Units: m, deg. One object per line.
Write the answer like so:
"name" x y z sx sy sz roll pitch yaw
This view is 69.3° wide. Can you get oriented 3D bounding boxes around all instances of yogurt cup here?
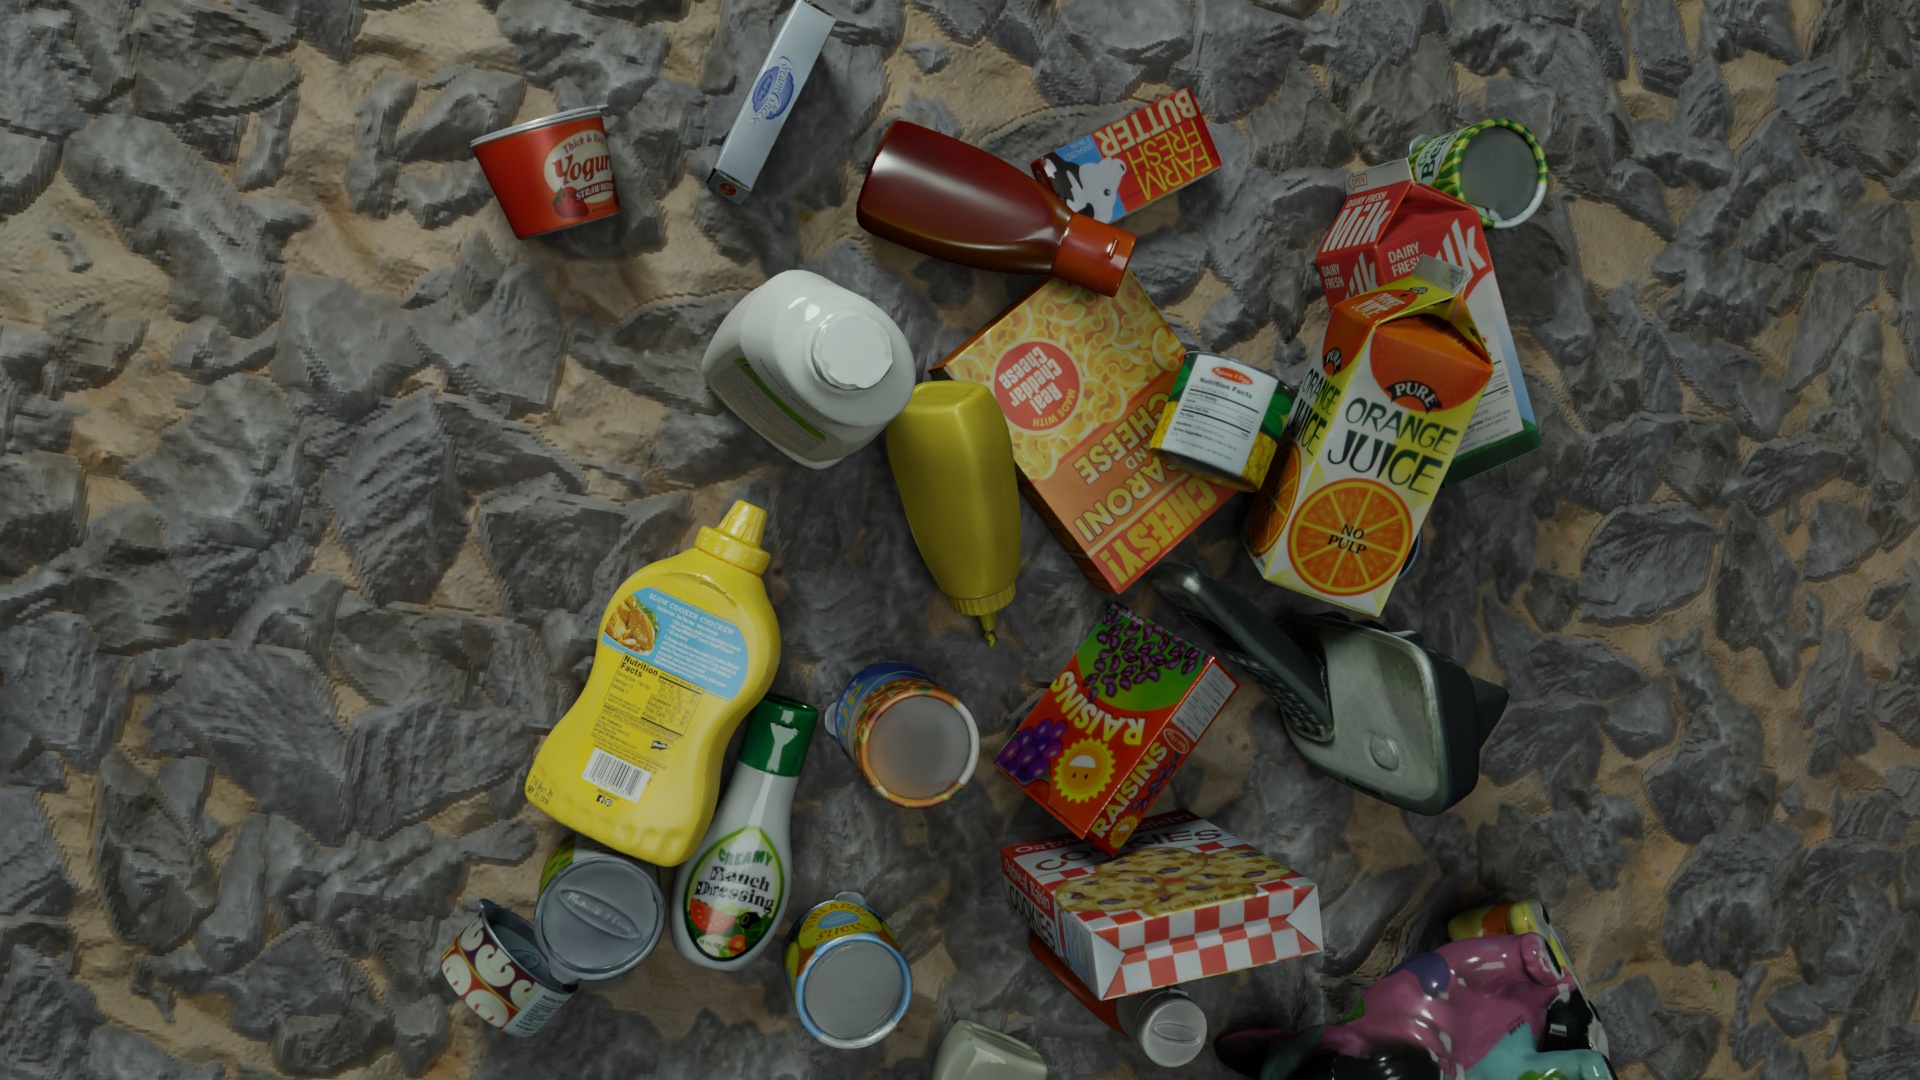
"yogurt cup" -0.209 -0.187 0.711 0.072 0.072 0.053 -19 107 -13

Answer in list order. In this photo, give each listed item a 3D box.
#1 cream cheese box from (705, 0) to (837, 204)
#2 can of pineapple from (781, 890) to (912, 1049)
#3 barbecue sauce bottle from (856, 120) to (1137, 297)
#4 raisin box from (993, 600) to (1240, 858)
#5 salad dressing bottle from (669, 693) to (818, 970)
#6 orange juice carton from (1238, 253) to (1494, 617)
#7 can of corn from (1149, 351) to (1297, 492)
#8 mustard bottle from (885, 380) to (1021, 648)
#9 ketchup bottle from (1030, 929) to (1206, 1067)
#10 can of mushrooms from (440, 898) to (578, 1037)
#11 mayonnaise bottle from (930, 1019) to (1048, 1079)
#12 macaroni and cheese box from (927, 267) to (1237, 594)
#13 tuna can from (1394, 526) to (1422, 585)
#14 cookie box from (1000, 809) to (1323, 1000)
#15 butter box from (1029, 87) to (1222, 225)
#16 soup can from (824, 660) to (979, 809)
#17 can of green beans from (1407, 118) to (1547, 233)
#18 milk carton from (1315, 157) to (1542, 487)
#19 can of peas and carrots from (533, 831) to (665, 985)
"cream cheese box" -0.103 -0.233 0.741 0.024 0.053 0.104 27 87 -17
"can of pineapple" -0.065 0.242 0.782 0.071 0.058 0.071 -1 94 -15
"barbecue sauce bottle" 0.022 -0.176 0.760 0.148 0.043 0.065 21 79 3
"raisin box" 0.088 0.106 0.796 0.123 0.086 0.040 -52 133 -6
"salad dressing bottle" -0.117 0.160 0.770 0.064 0.044 0.147 17 89 -13
"orange juice carton" 0.229 -0.064 0.771 0.073 0.072 0.192 17 108 -7
"can of corn" 0.146 -0.065 0.772 0.071 0.071 0.058 23 88 -15
"mustard bottle" 0.003 -0.010 0.778 0.049 0.065 0.159 -41 129 -44
"ketchup bottle" 0.090 0.245 0.777 0.065 0.149 0.043 16 89 -16
"can of mushrooms" -0.239 0.225 0.732 0.071 0.071 0.033 44 84 -14
"mayonnaise bottle" -0.007 0.362 0.816 0.065 0.041 0.148 27 88 -14
"macaroni and cheese box" 0.081 -0.072 0.808 0.124 0.040 0.166 -40 102 -9
"tuna can" 0.247 -0.001 0.861 0.071 0.033 0.071 -1 94 -15
"cookie box" 0.104 0.197 0.768 0.123 0.167 0.040 -8 94 -14
"butter box" 0.097 -0.218 0.810 0.104 0.024 0.053 -29 101 -11
"soup can" -0.034 0.106 0.768 0.071 0.084 0.071 -1 95 -14
"can of green beans" 0.313 -0.220 0.850 0.071 0.058 0.071 -1 94 -15
"milk carton" 0.276 -0.134 0.839 0.073 0.072 0.190 -22 100 -12
"can of peas and carrots" -0.194 0.195 0.744 0.071 0.059 0.071 -1 95 -14
